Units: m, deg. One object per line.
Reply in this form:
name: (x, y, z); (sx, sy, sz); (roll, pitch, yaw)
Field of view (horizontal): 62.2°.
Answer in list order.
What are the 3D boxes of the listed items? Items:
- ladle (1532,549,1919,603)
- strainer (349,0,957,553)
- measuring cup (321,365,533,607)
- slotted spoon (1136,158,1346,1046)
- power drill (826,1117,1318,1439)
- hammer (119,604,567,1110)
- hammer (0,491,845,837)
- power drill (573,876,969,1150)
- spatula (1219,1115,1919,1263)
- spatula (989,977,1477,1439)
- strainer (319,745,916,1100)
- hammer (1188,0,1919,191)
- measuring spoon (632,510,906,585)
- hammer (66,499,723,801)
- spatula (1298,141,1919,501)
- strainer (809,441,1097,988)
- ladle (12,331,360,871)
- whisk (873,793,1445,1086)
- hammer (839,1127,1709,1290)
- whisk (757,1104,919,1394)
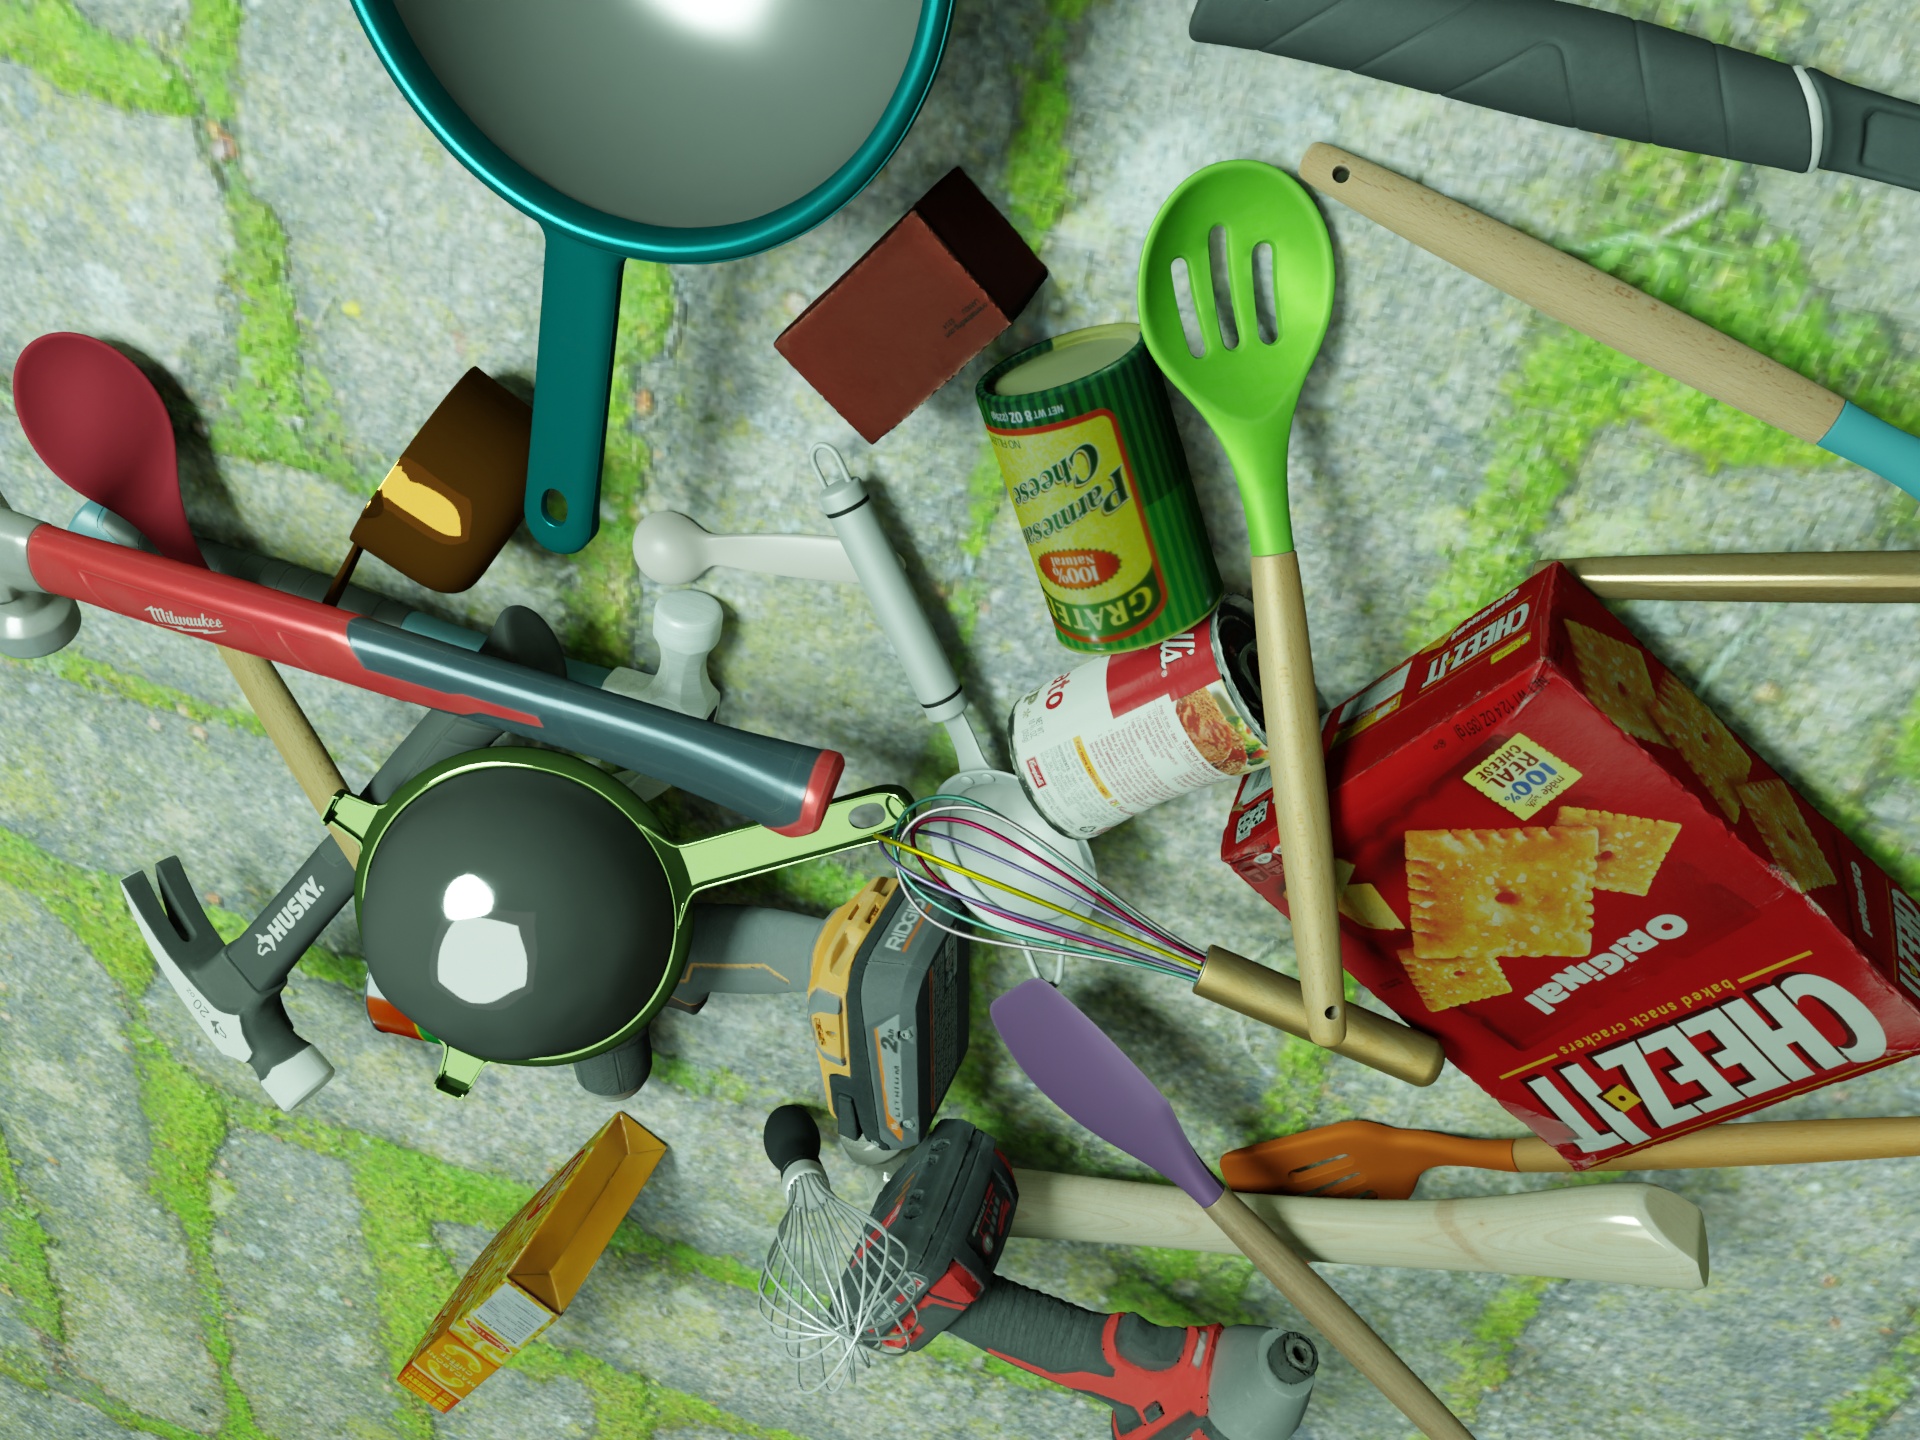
ladle: (0.342, -0.037, 0.493); (0.320, 0.062, 0.078); (3, 139, 31)
strainer: (-0.102, -0.212, 0.535); (0.211, 0.095, 0.340); (23, 129, 6)
measuring cup: (-0.228, -0.069, 0.674); (0.052, 0.095, 0.173); (34, 123, -16)
slotted spoon: (0.111, -0.033, 0.562); (0.070, 0.031, 0.313); (-10, 100, -6)
power drill: (0.059, 0.291, 0.769); (0.219, 0.079, 0.143); (30, 135, -2)
hammer: (-0.292, 0.055, 0.765); (0.146, 0.035, 0.334); (49, 120, 1)
hammer: (-0.233, -0.035, 0.634); (0.386, 0.038, 0.143); (16, 142, 5)
power drill: (-0.113, 0.139, 0.788); (0.226, 0.084, 0.185); (12, 126, 17)
spatula: (0.266, 0.197, 0.695); (0.322, 0.041, 0.081); (-18, 115, 42)
spatula: (0.131, 0.234, 0.720); (0.316, 0.018, 0.059); (45, 134, -3)
strainer: (-0.143, 0.077, 0.671); (0.256, 0.069, 0.151); (-16, 104, 7)
hammer: (0.268, -0.168, 0.471); (0.409, 0.036, 0.149); (18, 128, 8)
measuring spoon: (-0.084, -0.067, 0.673); (0.124, 0.018, 0.034); (5, 124, 15)
hammer: (-0.270, -0.044, 0.746); (0.331, 0.033, 0.128); (17, 126, 8)
spatula: (0.244, -0.105, 0.485); (0.317, 0.044, 0.082); (31, 108, 12)
strainer: (-0.001, -0.002, 0.671); (0.087, 0.050, 0.258); (-7, 118, 40)
ladle: (-0.326, -0.034, 0.719); (0.069, 0.031, 0.315); (-31, 91, 17)
whisk: (0.078, 0.091, 0.647); (0.245, 0.051, 0.047); (22, 145, 6)
hammer: (0.137, 0.248, 0.767); (0.411, 0.038, 0.146); (-7, 122, 32)
whisk: (-0.068, 0.228, 0.742); (0.070, 0.285, 0.070); (-1, 94, -11)
